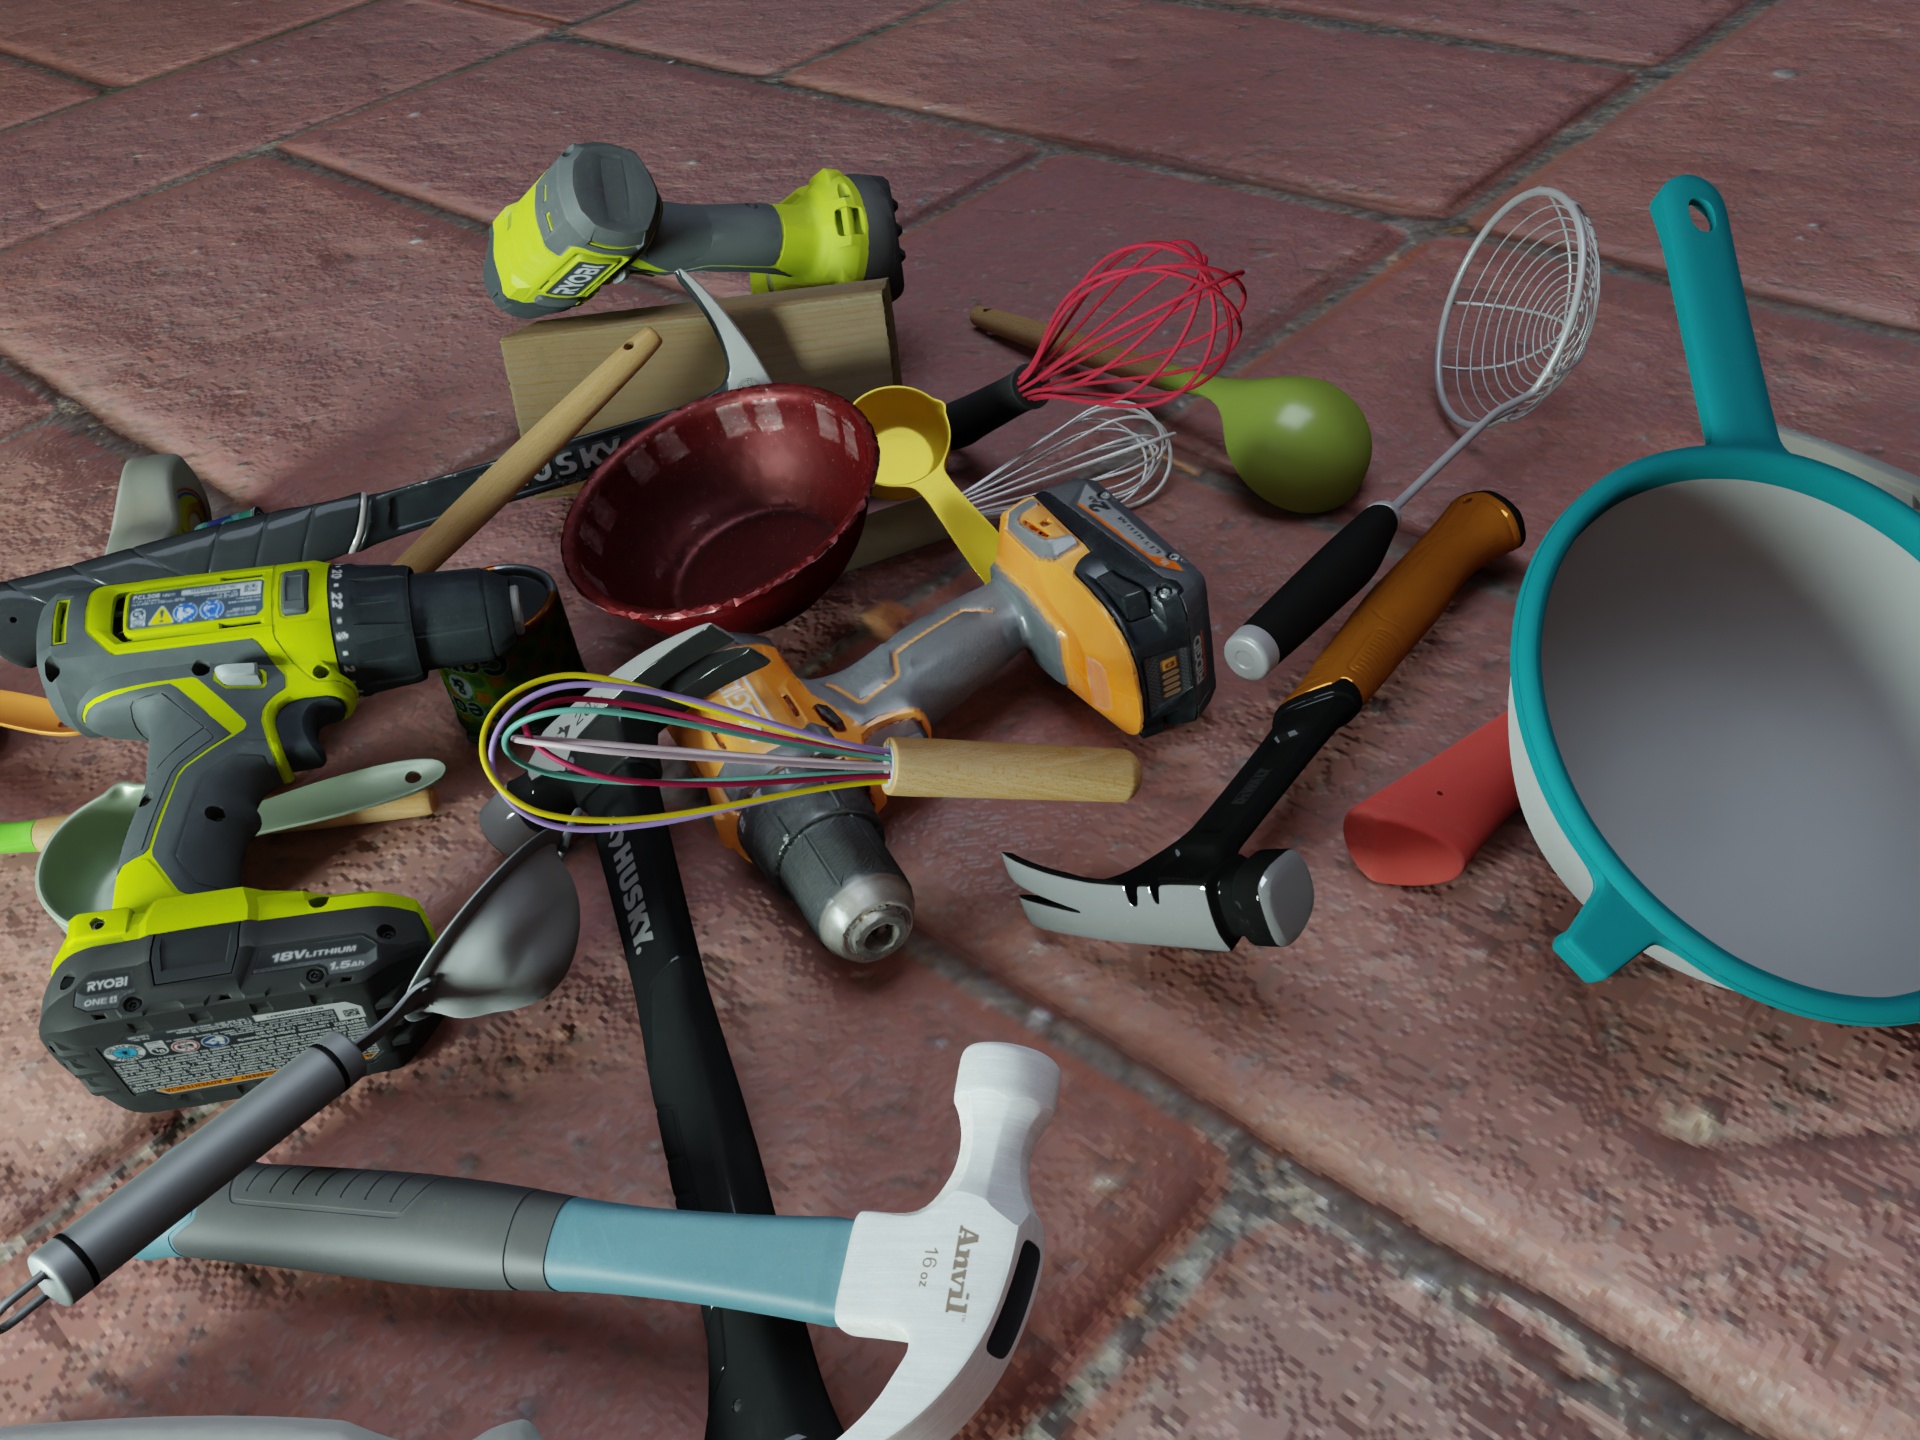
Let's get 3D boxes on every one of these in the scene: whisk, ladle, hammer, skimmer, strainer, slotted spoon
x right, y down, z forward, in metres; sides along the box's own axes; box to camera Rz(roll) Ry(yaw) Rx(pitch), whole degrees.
[{"bbox_3d":[0.045,-0.171,0.789,0.073,0.073,0.296,-31,10,-24],"label":"whisk"},{"bbox_3d":[-0.047,0.012,0.576,0.245,0.051,0.047,3,46,-20],"label":"whisk"},{"bbox_3d":[-0.262,-0.082,0.778,0.315,0.031,0.069,-45,63,-6],"label":"ladle"},{"bbox_3d":[-0.133,0.160,0.494,0.331,0.033,0.128,-3,57,24],"label":"hammer"},{"bbox_3d":[-0.098,0.103,0.569,0.146,0.035,0.335,-41,45,16],"label":"hammer"},{"bbox_3d":[0.211,-0.145,0.771,0.090,0.127,0.363,44,56,7],"label":"skimmer"},{"bbox_3d":[0.001,-0.113,0.840,0.246,0.058,0.059,-19,7,-9],"label":"whisk"},{"bbox_3d":[0.106,-0.193,0.924,0.078,0.062,0.320,-31,38,-23],"label":"ladle"},{"bbox_3d":[-0.200,0.111,0.531,0.050,0.086,0.258,40,44,9],"label":"strainer"},{"bbox_3d":[-0.285,-0.110,0.802,0.409,0.149,0.036,-18,16,-11],"label":"hammer"},{"bbox_3d":[0.157,-0.015,0.684,0.127,0.034,0.337,-2,29,44],"label":"hammer"},{"bbox_3d":[0.302,-0.032,0.695,0.359,0.036,0.149,-27,44,-22],"label":"hammer"},{"bbox_3d":[-0.394,0.048,0.727,0.314,0.031,0.070,-5,45,2],"label":"slotted spoon"},{"bbox_3d":[0.281,-0.046,0.604,0.211,0.095,0.341,5,66,-9],"label":"strainer"}]

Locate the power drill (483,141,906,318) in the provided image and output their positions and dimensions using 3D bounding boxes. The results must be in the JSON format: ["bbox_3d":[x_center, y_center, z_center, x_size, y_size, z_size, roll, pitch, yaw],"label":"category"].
[{"bbox_3d":[-0.161,-0.276,0.945,0.223,0.080,0.171,-7,-2,-35],"label":"power drill"}]

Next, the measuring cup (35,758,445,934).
[{"bbox_3d":[-0.306,0.054,0.694,0.167,0.038,0.083,-18,55,-20],"label":"measuring cup"}]

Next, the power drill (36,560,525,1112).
[{"bbox_3d":[-0.270,0.027,0.644,0.190,0.080,0.229,-8,54,-12],"label":"power drill"}]

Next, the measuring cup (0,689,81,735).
[{"bbox_3d":[-0.484,0.006,0.774,0.173,0.052,0.095,9,43,15],"label":"measuring cup"}]

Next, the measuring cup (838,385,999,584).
[{"bbox_3d":[-0.004,-0.101,0.803,0.062,0.029,0.156,-36,79,-10],"label":"measuring cup"}]

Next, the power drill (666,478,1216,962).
[{"bbox_3d":[-0.001,-0.002,0.680,0.226,0.084,0.186,-25,43,-13],"label":"power drill"}]
